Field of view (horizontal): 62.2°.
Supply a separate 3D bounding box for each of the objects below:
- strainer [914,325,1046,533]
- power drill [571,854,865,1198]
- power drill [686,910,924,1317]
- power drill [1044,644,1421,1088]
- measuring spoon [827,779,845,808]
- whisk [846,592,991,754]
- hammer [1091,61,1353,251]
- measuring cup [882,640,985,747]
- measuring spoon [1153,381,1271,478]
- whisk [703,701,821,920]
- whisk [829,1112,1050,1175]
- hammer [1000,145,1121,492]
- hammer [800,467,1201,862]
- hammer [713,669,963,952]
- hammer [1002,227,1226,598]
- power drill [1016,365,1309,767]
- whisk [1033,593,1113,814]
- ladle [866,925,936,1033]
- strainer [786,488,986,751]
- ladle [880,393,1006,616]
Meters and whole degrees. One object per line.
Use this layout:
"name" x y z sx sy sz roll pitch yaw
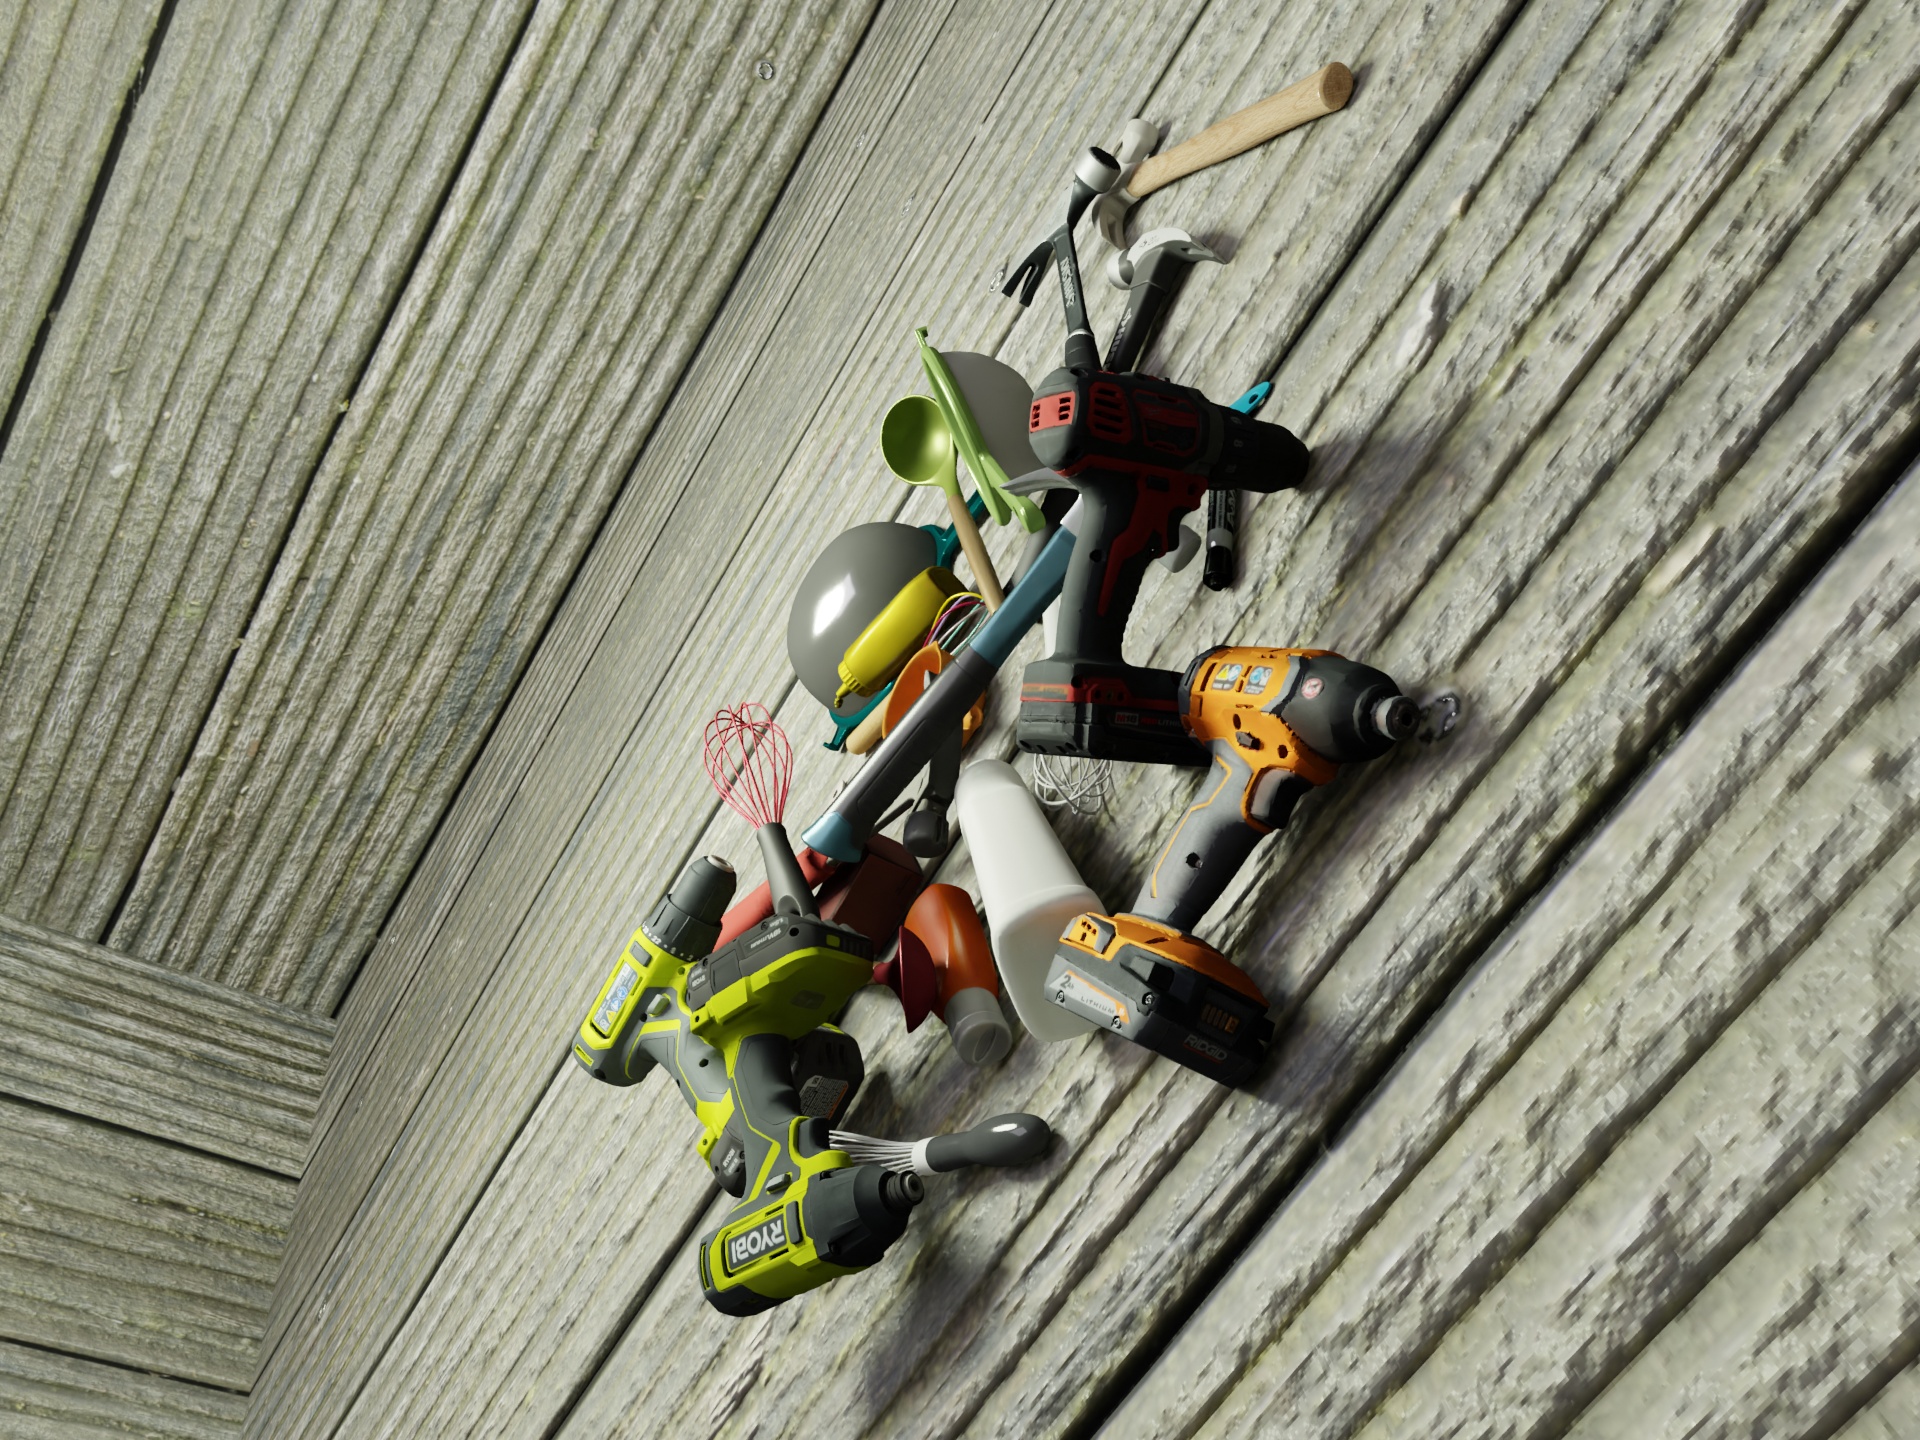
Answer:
"strainer" 0.041 -0.207 1.191 0.069 0.151 0.257 -26 32 -1
"power drill" -0.180 0.227 1.193 0.229 0.080 0.190 33 95 38
"power drill" -0.102 0.245 1.017 0.171 0.080 0.223 -34 51 30
"power drill" 0.144 0.066 0.820 0.226 0.084 0.164 -64 23 -8
"measuring spoon" -0.133 0.109 1.434 0.034 0.018 0.124 -6 61 64
"whisk" -0.037 -0.038 1.348 0.245 0.047 0.051 -44 32 46
"hammer" 0.200 -0.460 1.280 0.331 0.031 0.130 10 76 66
"measuring cup" -0.002 -0.004 1.231 0.095 0.052 0.174 -66 25 -2
"measuring spoon" 0.170 -0.185 1.098 0.128 0.021 0.042 -40 31 27
"whisk" -0.150 0.076 1.231 0.073 0.073 0.296 -56 33 20
"whisk" -0.036 0.284 1.020 0.284 0.070 0.070 -28 43 47
"hammer" 0.090 -0.309 1.272 0.149 0.036 0.409 -50 27 35
"hammer" 0.008 -0.032 1.067 0.331 0.128 0.033 -50 -18 10
"hammer" -0.114 0.106 1.237 0.359 0.036 0.149 -39 35 41
"hammer" 0.107 -0.233 1.246 0.146 0.035 0.335 8 75 67
"power drill" 0.123 -0.087 0.942 0.080 0.187 0.227 2 87 60
"whisk" 0.072 -0.021 1.098 0.058 0.059 0.247 -38 28 25
"ladle" -0.063 0.182 1.138 0.315 0.031 0.069 153 114 -73
"strainer" -0.068 -0.145 1.453 0.340 0.095 0.211 -50 27 34
"ladle" -0.009 -0.170 1.304 0.078 0.062 0.321 -56 31 27
